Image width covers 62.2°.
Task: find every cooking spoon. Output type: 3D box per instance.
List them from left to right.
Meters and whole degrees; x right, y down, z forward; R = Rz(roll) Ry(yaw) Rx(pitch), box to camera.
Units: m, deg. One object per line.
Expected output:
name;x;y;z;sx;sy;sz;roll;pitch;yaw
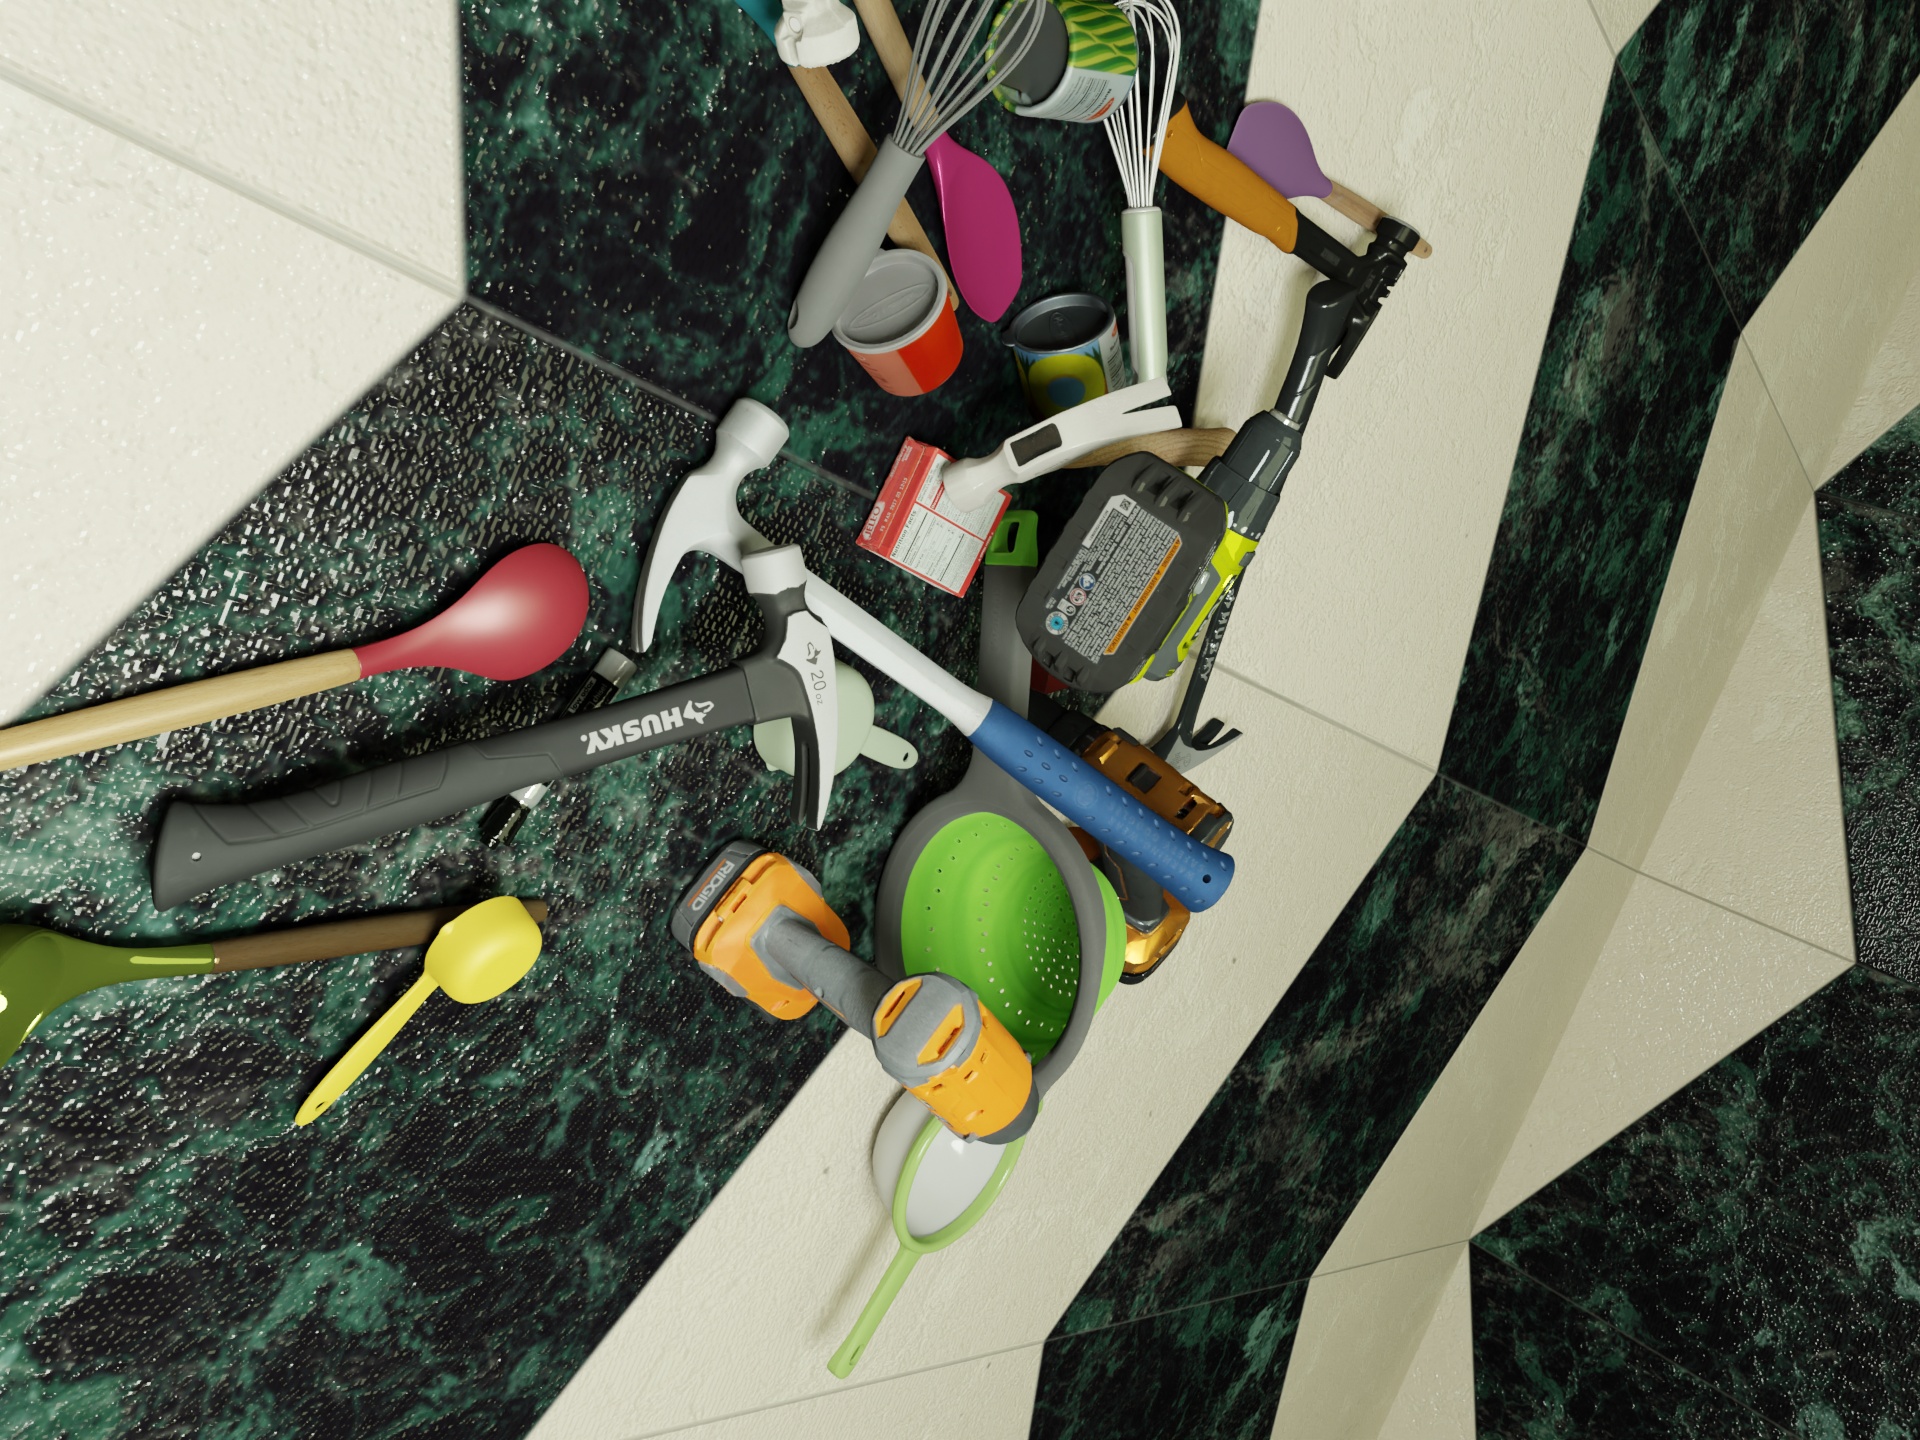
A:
cooking spoon;-0.028;-0.340;0.848;0.069;0.017;0.318;-59;144;-21

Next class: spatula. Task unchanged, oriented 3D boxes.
spatula;-0.062;-0.312;0.802;0.082;0.044;0.317;-59;144;-13
spatula;0.286;-0.395;1.197;0.315;0.018;0.059;4;112;-50

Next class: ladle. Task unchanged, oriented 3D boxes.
ladle;-0.317;0.114;0.735;0.320;0.062;0.078;-2;125;-53
ladle;-0.295;-0.020;0.707;0.315;0.031;0.069;-21;127;-41

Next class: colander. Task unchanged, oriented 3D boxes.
colander;0.048;0.064;1.049;0.094;0.205;0.397;0;95;-44

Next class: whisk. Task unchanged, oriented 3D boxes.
whisk;-0.026;-0.285;0.799;0.055;0.055;0.239;-6;140;-49
whisk;0.109;-0.318;0.968;0.059;0.058;0.246;-6;105;-7

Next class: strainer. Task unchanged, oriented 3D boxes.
strainer;-0.044;0.366;1.202;0.256;0.069;0.151;-59;146;-6

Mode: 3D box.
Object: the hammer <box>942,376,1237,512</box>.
hammer;0.119;-0.180;1.040;0.331;0.130;0.031;-18;87;-61

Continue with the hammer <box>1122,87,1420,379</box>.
hammer;0.214;-0.346;1.116;0.336;0.034;0.127;11;112;-50

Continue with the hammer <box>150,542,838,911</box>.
hammer;-0.209;0.024;0.762;0.334;0.035;0.146;-19;104;-28

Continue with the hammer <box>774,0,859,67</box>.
hammer;0.032;-0.478;0.787;0.411;0.038;0.146;-47;143;-32

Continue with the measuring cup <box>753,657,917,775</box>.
measuring cup;-0.062;0.011;0.996;0.167;0.038;0.083;27;89;-55

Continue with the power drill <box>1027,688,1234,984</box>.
power drill;0.096;0.080;1.152;0.084;0.185;0.226;-44;158;-25

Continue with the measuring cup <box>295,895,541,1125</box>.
measuring cup;-0.275;0.155;0.808;0.156;0.029;0.062;-47;160;-4

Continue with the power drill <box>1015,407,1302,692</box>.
power drill;0.132;-0.106;0.974;0.190;0.080;0.228;-59;166;19

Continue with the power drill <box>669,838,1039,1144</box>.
power drill;-0.053;0.171;0.943;0.084;0.227;0.164;-52;142;-15

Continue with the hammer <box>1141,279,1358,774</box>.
hammer;0.224;-0.136;1.229;0.149;0.036;0.408;-12;126;-49

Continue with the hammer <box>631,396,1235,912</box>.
hammer;-0.001;-0.003;0.904;0.405;0.035;0.144;36;82;-21
